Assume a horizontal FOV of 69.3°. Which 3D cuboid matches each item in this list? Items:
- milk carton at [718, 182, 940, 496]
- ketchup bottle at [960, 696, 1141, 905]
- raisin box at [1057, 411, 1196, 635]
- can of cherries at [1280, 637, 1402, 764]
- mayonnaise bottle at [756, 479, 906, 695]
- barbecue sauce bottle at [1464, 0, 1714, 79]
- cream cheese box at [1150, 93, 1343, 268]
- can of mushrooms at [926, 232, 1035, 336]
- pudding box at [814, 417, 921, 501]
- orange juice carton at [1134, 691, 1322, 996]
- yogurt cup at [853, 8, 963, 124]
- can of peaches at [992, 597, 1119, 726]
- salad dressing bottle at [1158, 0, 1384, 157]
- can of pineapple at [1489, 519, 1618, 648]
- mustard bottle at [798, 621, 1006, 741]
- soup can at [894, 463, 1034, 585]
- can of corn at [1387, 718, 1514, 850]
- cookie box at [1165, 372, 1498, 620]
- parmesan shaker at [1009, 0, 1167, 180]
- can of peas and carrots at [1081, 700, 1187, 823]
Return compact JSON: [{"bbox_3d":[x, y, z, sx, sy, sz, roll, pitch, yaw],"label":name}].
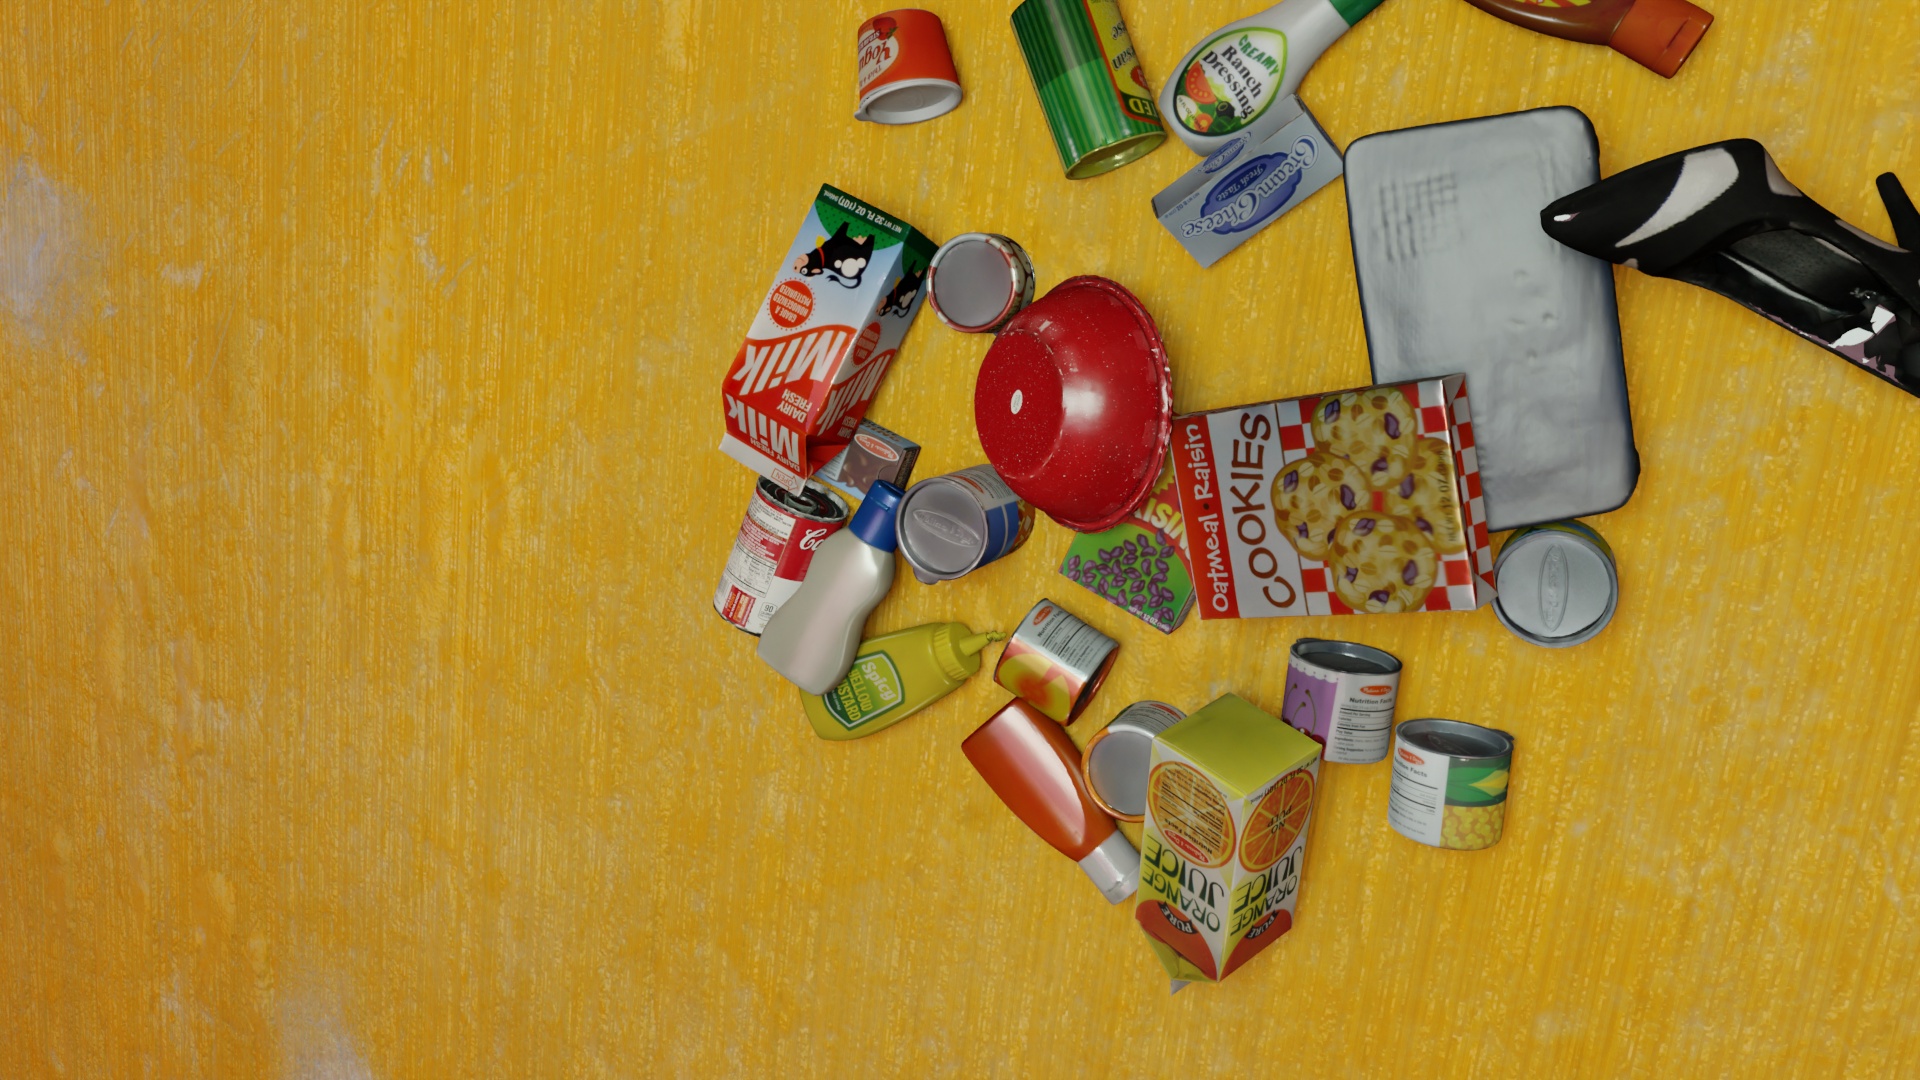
[{"bbox_3d":[-0.092,-0.129,0.922,0.072,0.073,0.190,30,96,17],"label":"milk carton"},{"bbox_3d":[0.068,0.177,0.939,0.064,0.044,0.149,-44,80,25],"label":"ketchup bottle"},{"bbox_3d":[0.128,-0.015,0.883,0.086,0.040,0.123,30,110,17],"label":"raisin box"},{"bbox_3d":[0.229,0.096,0.844,0.071,0.072,0.058,10,104,23],"label":"can of cherries"},{"bbox_3d":[-0.078,0.030,0.943,0.065,0.041,0.147,34,101,14],"label":"mayonnaise bottle"},{"bbox_3d":[0.325,-0.300,0.745,0.149,0.044,0.064,37,111,14],"label":"barbecue sauce bottle"},{"bbox_3d":[0.171,-0.212,0.824,0.103,0.053,0.024,-34,41,25],"label":"cream cheese box"},{"bbox_3d":[0.014,-0.167,0.913,0.071,0.033,0.071,4,100,23],"label":"can of mushrooms"},{"bbox_3d":[-0.075,-0.060,0.972,0.084,0.030,0.049,28,108,18],"label":"pudding box"},{"bbox_3d":[0.161,0.198,0.858,0.073,0.072,0.191,31,132,41],"label":"orange juice carton"},{"bbox_3d":[-0.036,-0.306,0.896,0.072,0.072,0.054,-11,86,25],"label":"yogurt cup"},{"bbox_3d":[0.063,0.082,0.915,0.058,0.071,0.071,31,110,16],"label":"can of peaches"},{"bbox_3d":[0.186,-0.288,0.809,0.147,0.044,0.064,-37,89,25],"label":"salad dressing bottle"},{"bbox_3d":[0.334,0.022,0.786,0.071,0.058,0.071,4,100,24],"label":"can of pineapple"},{"bbox_3d":[-0.038,0.090,0.969,0.160,0.049,0.065,-25,86,26],"label":"mustard bottle"},{"bbox_3d":[0.003,-0.011,0.915,0.071,0.084,0.071,4,101,24],"label":"soup can"},{"bbox_3d":[0.291,0.143,0.823,0.071,0.071,0.058,7,103,23],"label":"can of corn"},{"bbox_3d":[0.205,-0.021,0.781,0.167,0.040,0.122,-6,97,40],"label":"cookie box"},{"bbox_3d":[0.076,-0.281,0.844,0.071,0.071,0.103,-20,90,26],"label":"parmesan shaker"},{"bbox_3d":[0.118,0.146,0.903,0.071,0.059,0.070,4,100,24],"label":"can of peas and carrots"}]
